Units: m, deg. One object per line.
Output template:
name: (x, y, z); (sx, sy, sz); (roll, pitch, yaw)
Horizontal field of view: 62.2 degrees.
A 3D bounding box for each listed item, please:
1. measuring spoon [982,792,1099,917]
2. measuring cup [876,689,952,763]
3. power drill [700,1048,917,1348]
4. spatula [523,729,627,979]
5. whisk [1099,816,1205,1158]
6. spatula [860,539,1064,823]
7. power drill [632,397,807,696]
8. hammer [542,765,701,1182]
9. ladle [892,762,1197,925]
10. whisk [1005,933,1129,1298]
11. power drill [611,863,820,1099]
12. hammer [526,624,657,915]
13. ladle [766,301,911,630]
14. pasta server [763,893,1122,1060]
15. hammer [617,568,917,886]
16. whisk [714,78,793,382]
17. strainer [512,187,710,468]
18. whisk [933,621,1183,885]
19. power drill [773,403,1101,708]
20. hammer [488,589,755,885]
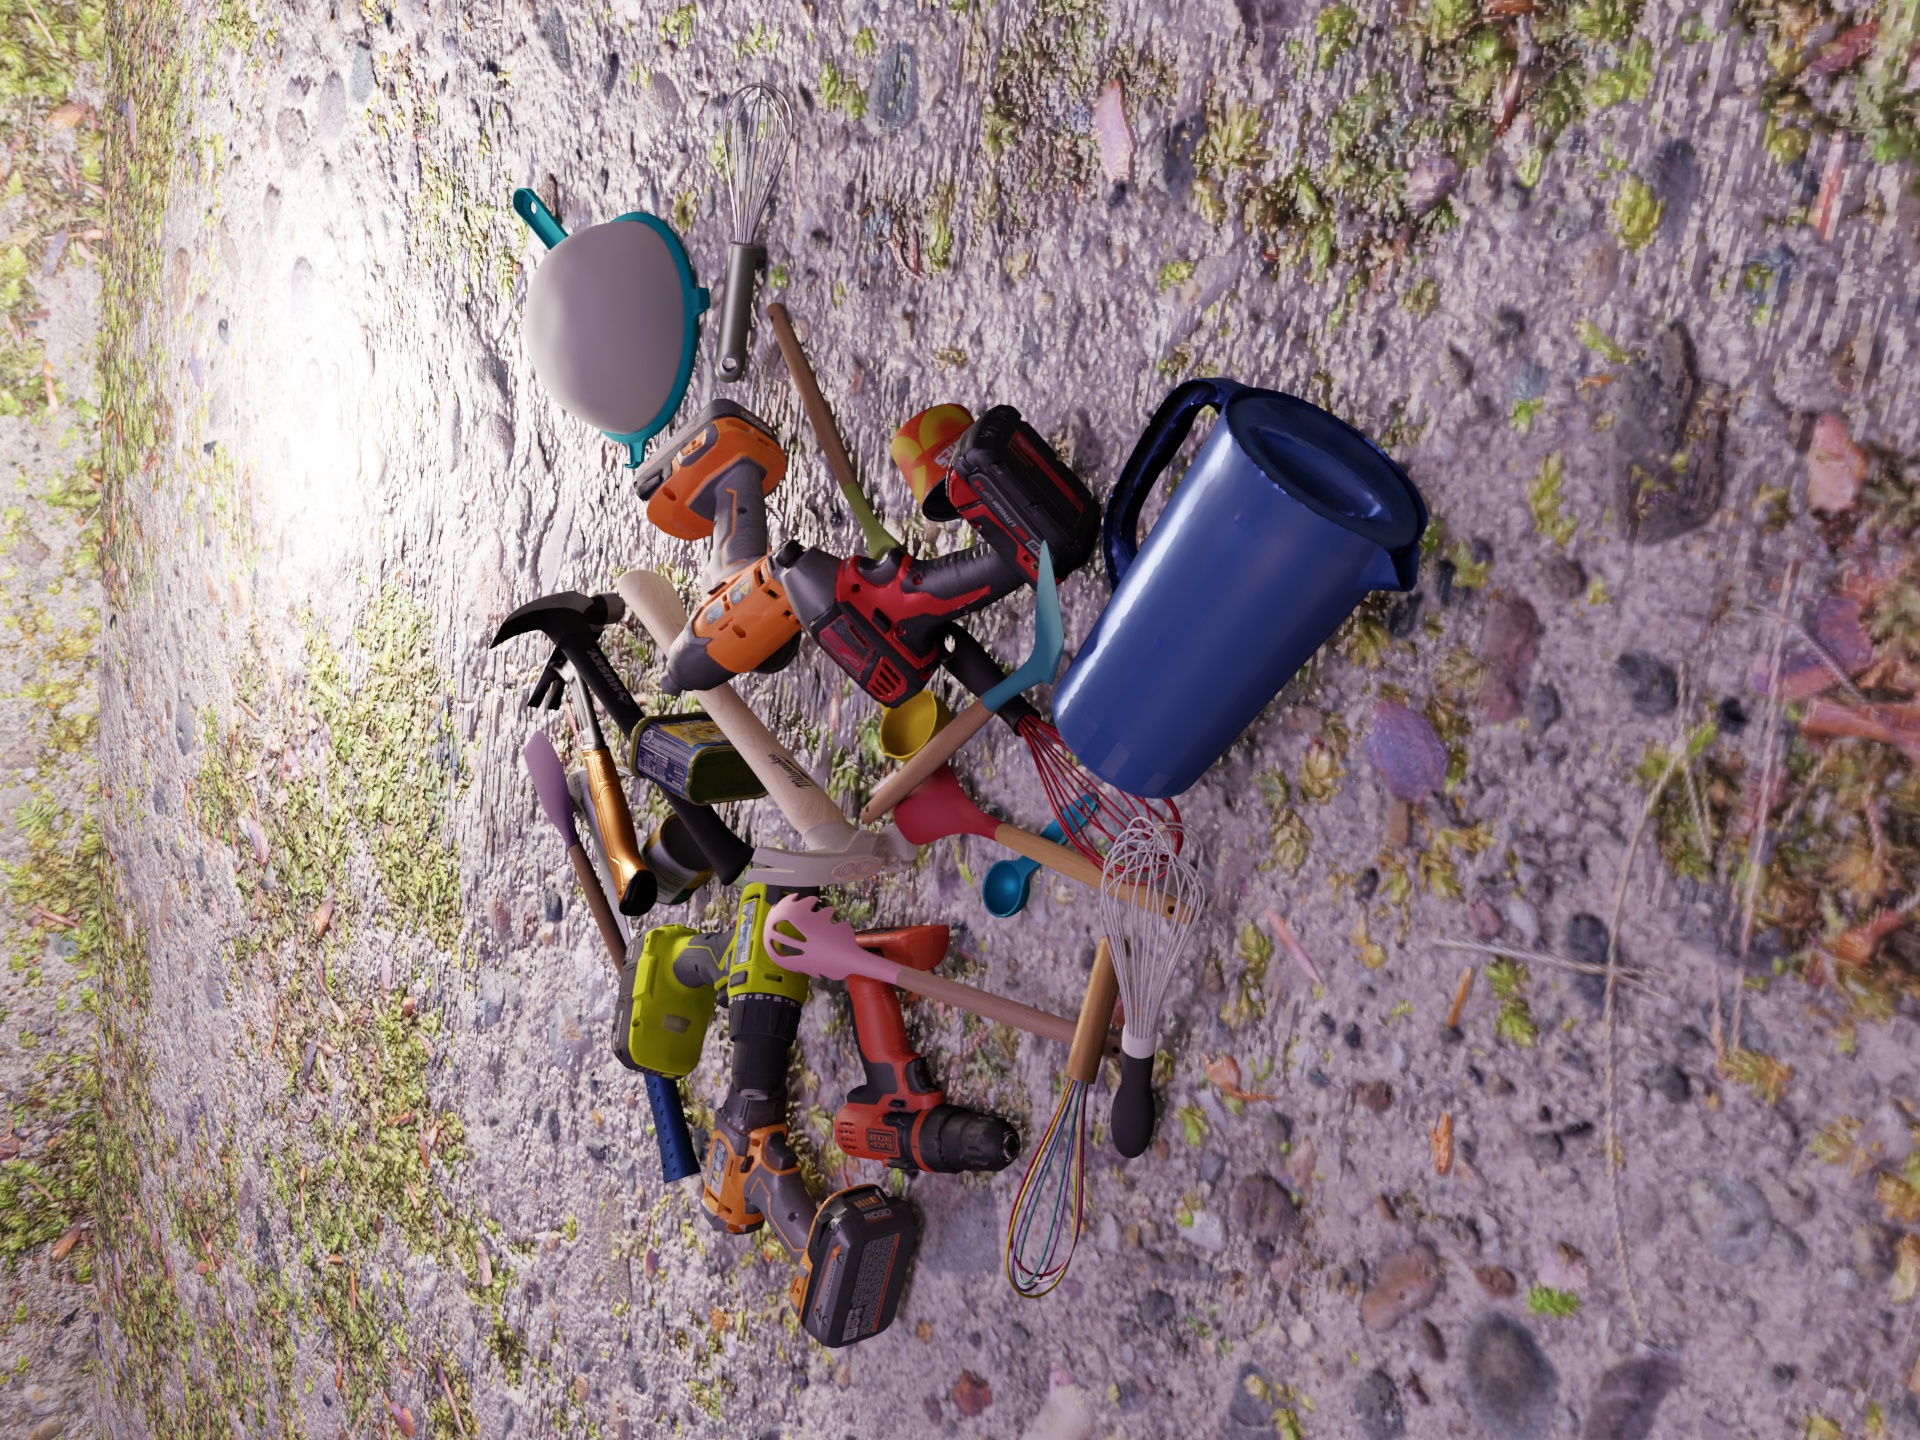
measuring spoon: (0.063, 0.096, 1.142); (0.128, 0.021, 0.042); (-47, 48, 28)
measuring cup: (-0.054, -0.018, 1.244); (0.062, 0.029, 0.157); (-51, 42, 9)
power drill: (-0.133, 0.384, 1.329); (0.226, 0.084, 0.185); (30, 113, 45)
spatula: (-0.360, 0.143, 1.528); (0.059, 0.018, 0.316); (-48, 60, 38)
whisk: (0.119, 0.181, 1.025); (0.070, 0.070, 0.284); (32, 135, 39)
spatula: (-0.002, -0.004, 1.111); (0.317, 0.044, 0.082); (-44, 45, 46)
power drill: (-0.196, -0.132, 1.278); (0.164, 0.084, 0.227); (-37, 51, 21)
hammer: (-0.314, 0.237, 1.529); (0.144, 0.035, 0.406); (-28, 74, 44)
ladle: (0.047, 0.089, 1.126); (0.316, 0.031, 0.069); (20, 93, 46)
whisk: (0.077, 0.265, 1.074); (0.051, 0.047, 0.245); (105, -179, -78)
power drill: (-0.206, 0.236, 1.352); (0.228, 0.080, 0.191); (-26, 51, 46)
hammer: (-0.338, 0.050, 1.478); (0.127, 0.034, 0.337); (-55, 43, 30)
ladle: (-0.106, -0.205, 1.257); (0.078, 0.062, 0.320); (-48, 58, 47)
pasta server: (-0.016, 0.193, 1.162); (0.316, 0.040, 0.060); (15, 96, 23)
hammer: (-0.199, -0.007, 1.325); (0.411, 0.146, 0.038); (47, 125, 38)
whisk: (-0.180, -0.404, 1.325); (0.059, 0.057, 0.246); (-111, 29, -67)
strainer: (-0.370, -0.405, 1.481); (0.341, 0.095, 0.211); (51, 127, 28)
whisk: (0.058, 0.012, 1.108); (0.296, 0.073, 0.073); (47, 125, 40)
power drill: (-0.023, -0.112, 1.103); (0.219, 0.079, 0.143); (-34, 108, 32)
hammer: (-0.292, 0.013, 1.432); (0.335, 0.146, 0.035); (52, 126, 19)
